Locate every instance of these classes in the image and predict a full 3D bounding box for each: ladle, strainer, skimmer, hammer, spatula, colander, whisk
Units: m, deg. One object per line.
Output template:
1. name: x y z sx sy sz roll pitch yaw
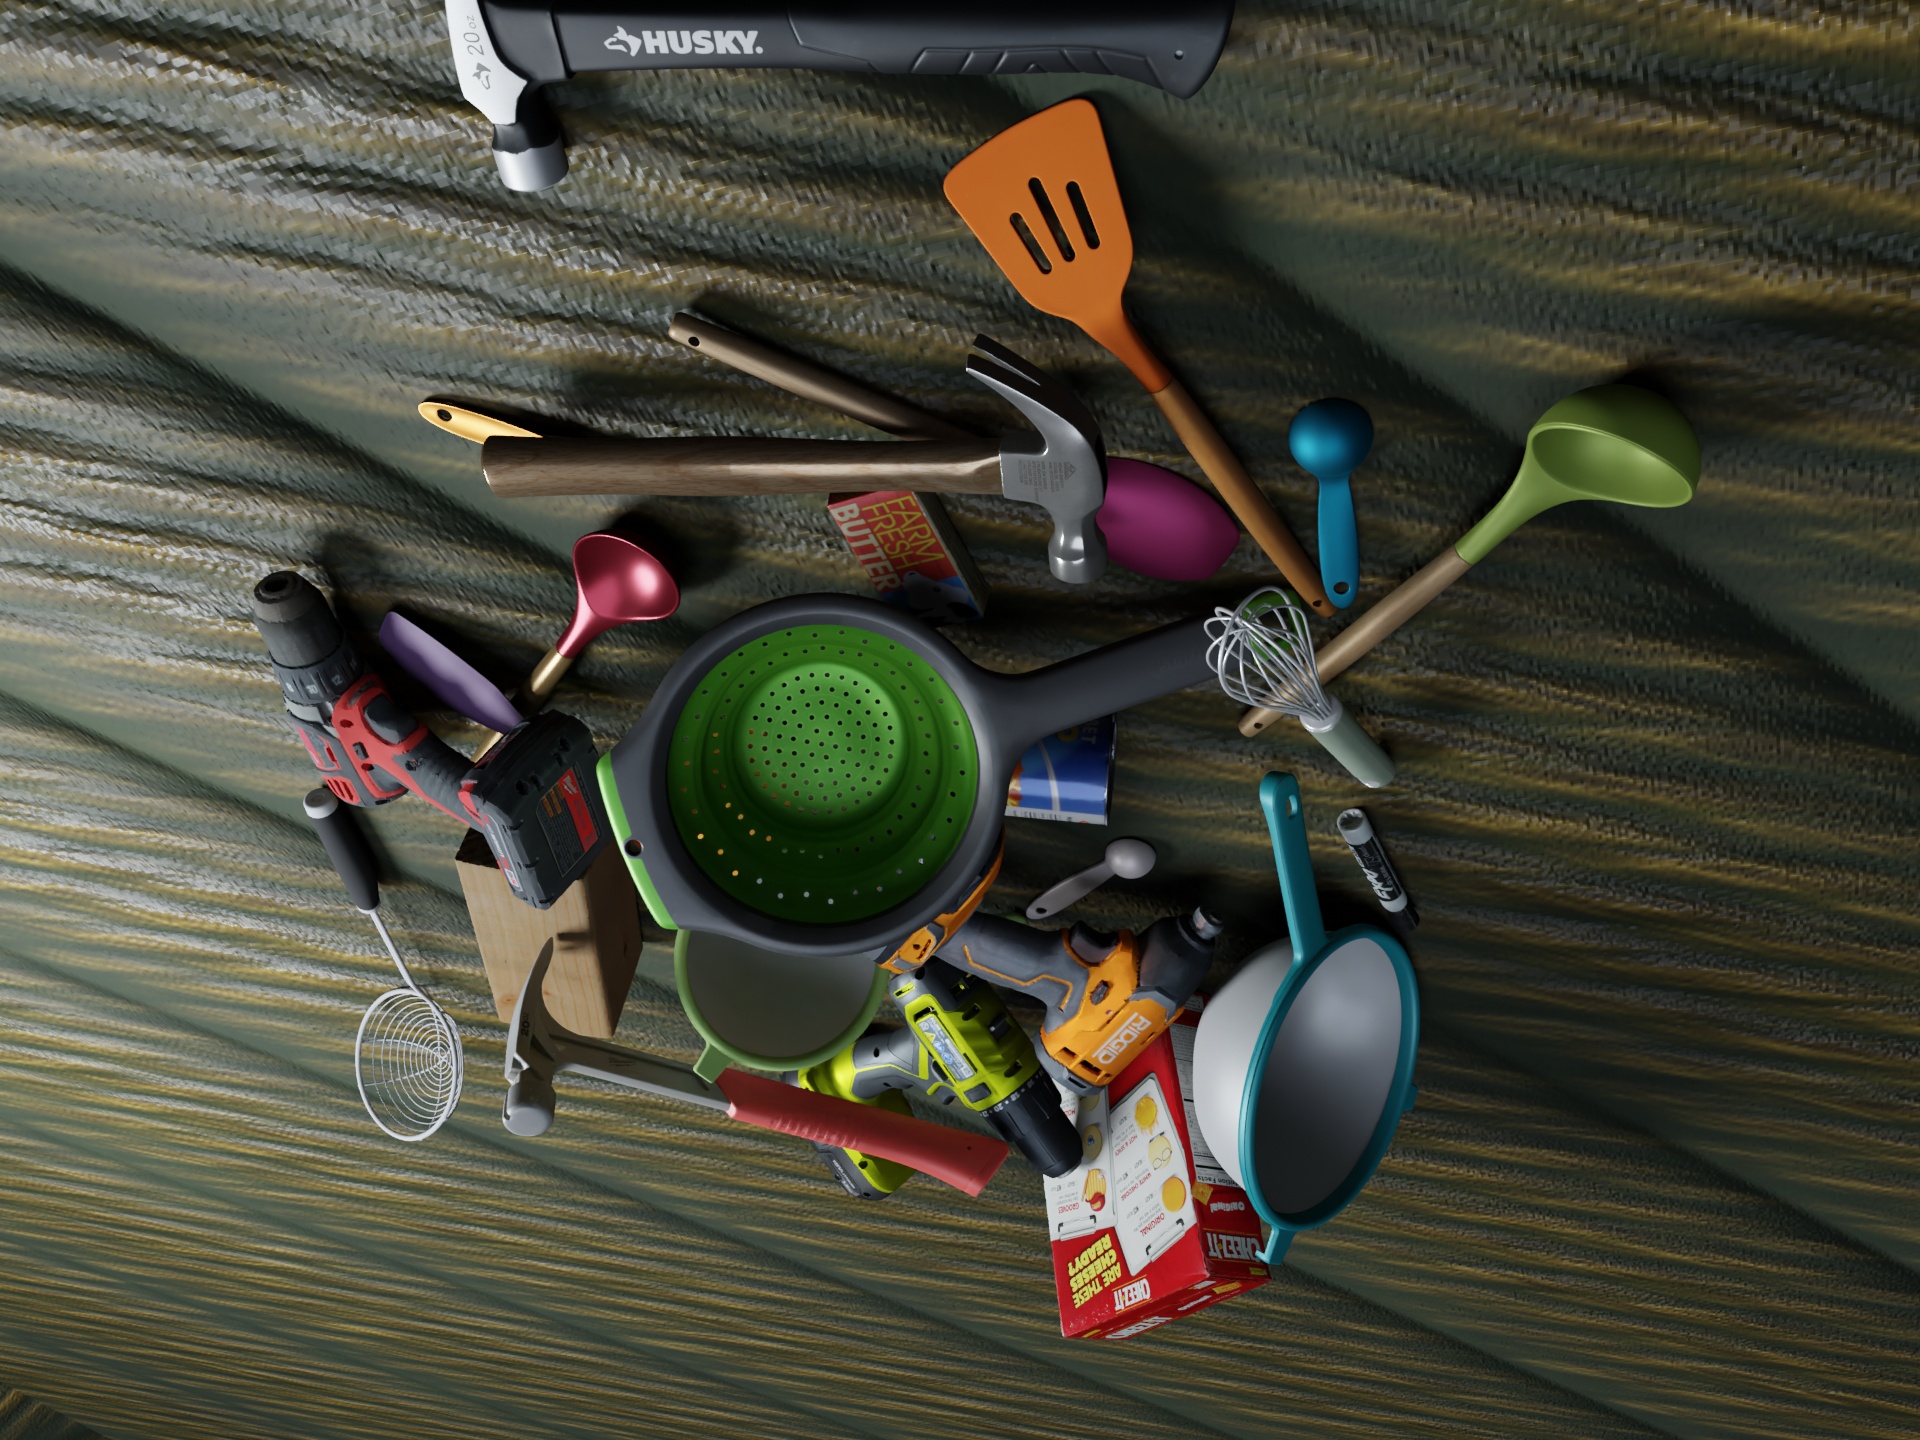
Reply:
1. ladle: 0.247 -0.065 0.838 0.078 0.062 0.320 28 138 -15
2. strainer: -0.080 0.159 1.119 0.256 0.151 0.069 -4 174 -23
3. skimmer: -0.476 0.200 1.265 0.127 0.090 0.362 30 144 28
4. hammer: -0.132 0.257 1.096 0.359 0.149 0.036 20 122 -20
5. spatula: 0.112 -0.158 0.790 0.081 0.041 0.322 -21 133 30
6. hammer: -0.090 -0.133 0.820 0.331 0.031 0.129 2 133 11
7. spatula: -0.246 0.037 1.033 0.316 0.018 0.059 38 141 -7
8. hammer: -0.055 -0.293 0.666 0.335 0.035 0.146 4 139 8
9. ladle: -0.258 -0.031 1.008 0.069 0.031 0.315 37 135 -13
10. colander: -0.001 -0.003 0.909 0.397 0.094 0.204 -19 104 -2
11. whisk: 0.195 -0.009 0.873 0.058 0.059 0.246 28 177 37
12. strainer: 0.208 0.177 1.067 0.095 0.211 0.340 12 126 44

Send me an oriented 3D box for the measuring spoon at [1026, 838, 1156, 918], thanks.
1. measuring spoon: 0.087 0.117 1.100 0.034 0.018 0.124 33 134 -23

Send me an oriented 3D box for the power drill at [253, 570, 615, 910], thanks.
1. power drill: -0.336 0.008 0.993 0.227 0.080 0.187 22 143 22

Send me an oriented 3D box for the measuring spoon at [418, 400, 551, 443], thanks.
1. measuring spoon: -0.242 -0.158 0.879 0.117 0.011 0.021 17 139 -1

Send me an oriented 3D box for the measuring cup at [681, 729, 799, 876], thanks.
1. measuring cup: -0.136 0.072 0.990 0.095 0.174 0.052 -36 128 12

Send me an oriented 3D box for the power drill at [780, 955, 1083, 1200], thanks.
1. power drill: -0.023 0.289 1.225 0.228 0.080 0.190 -37 88 42

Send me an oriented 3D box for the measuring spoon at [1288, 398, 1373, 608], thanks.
1. measuring spoon: 0.194 -0.105 0.820 0.042 0.021 0.128 -4 130 14

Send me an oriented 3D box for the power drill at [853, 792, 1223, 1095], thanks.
1. power drill: 0.055 0.140 1.060 0.226 0.084 0.164 34 114 -15

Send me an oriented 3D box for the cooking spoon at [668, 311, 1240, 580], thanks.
1. cooking spoon: 0.000 -0.143 0.832 0.318 0.017 0.068 21 135 -11
